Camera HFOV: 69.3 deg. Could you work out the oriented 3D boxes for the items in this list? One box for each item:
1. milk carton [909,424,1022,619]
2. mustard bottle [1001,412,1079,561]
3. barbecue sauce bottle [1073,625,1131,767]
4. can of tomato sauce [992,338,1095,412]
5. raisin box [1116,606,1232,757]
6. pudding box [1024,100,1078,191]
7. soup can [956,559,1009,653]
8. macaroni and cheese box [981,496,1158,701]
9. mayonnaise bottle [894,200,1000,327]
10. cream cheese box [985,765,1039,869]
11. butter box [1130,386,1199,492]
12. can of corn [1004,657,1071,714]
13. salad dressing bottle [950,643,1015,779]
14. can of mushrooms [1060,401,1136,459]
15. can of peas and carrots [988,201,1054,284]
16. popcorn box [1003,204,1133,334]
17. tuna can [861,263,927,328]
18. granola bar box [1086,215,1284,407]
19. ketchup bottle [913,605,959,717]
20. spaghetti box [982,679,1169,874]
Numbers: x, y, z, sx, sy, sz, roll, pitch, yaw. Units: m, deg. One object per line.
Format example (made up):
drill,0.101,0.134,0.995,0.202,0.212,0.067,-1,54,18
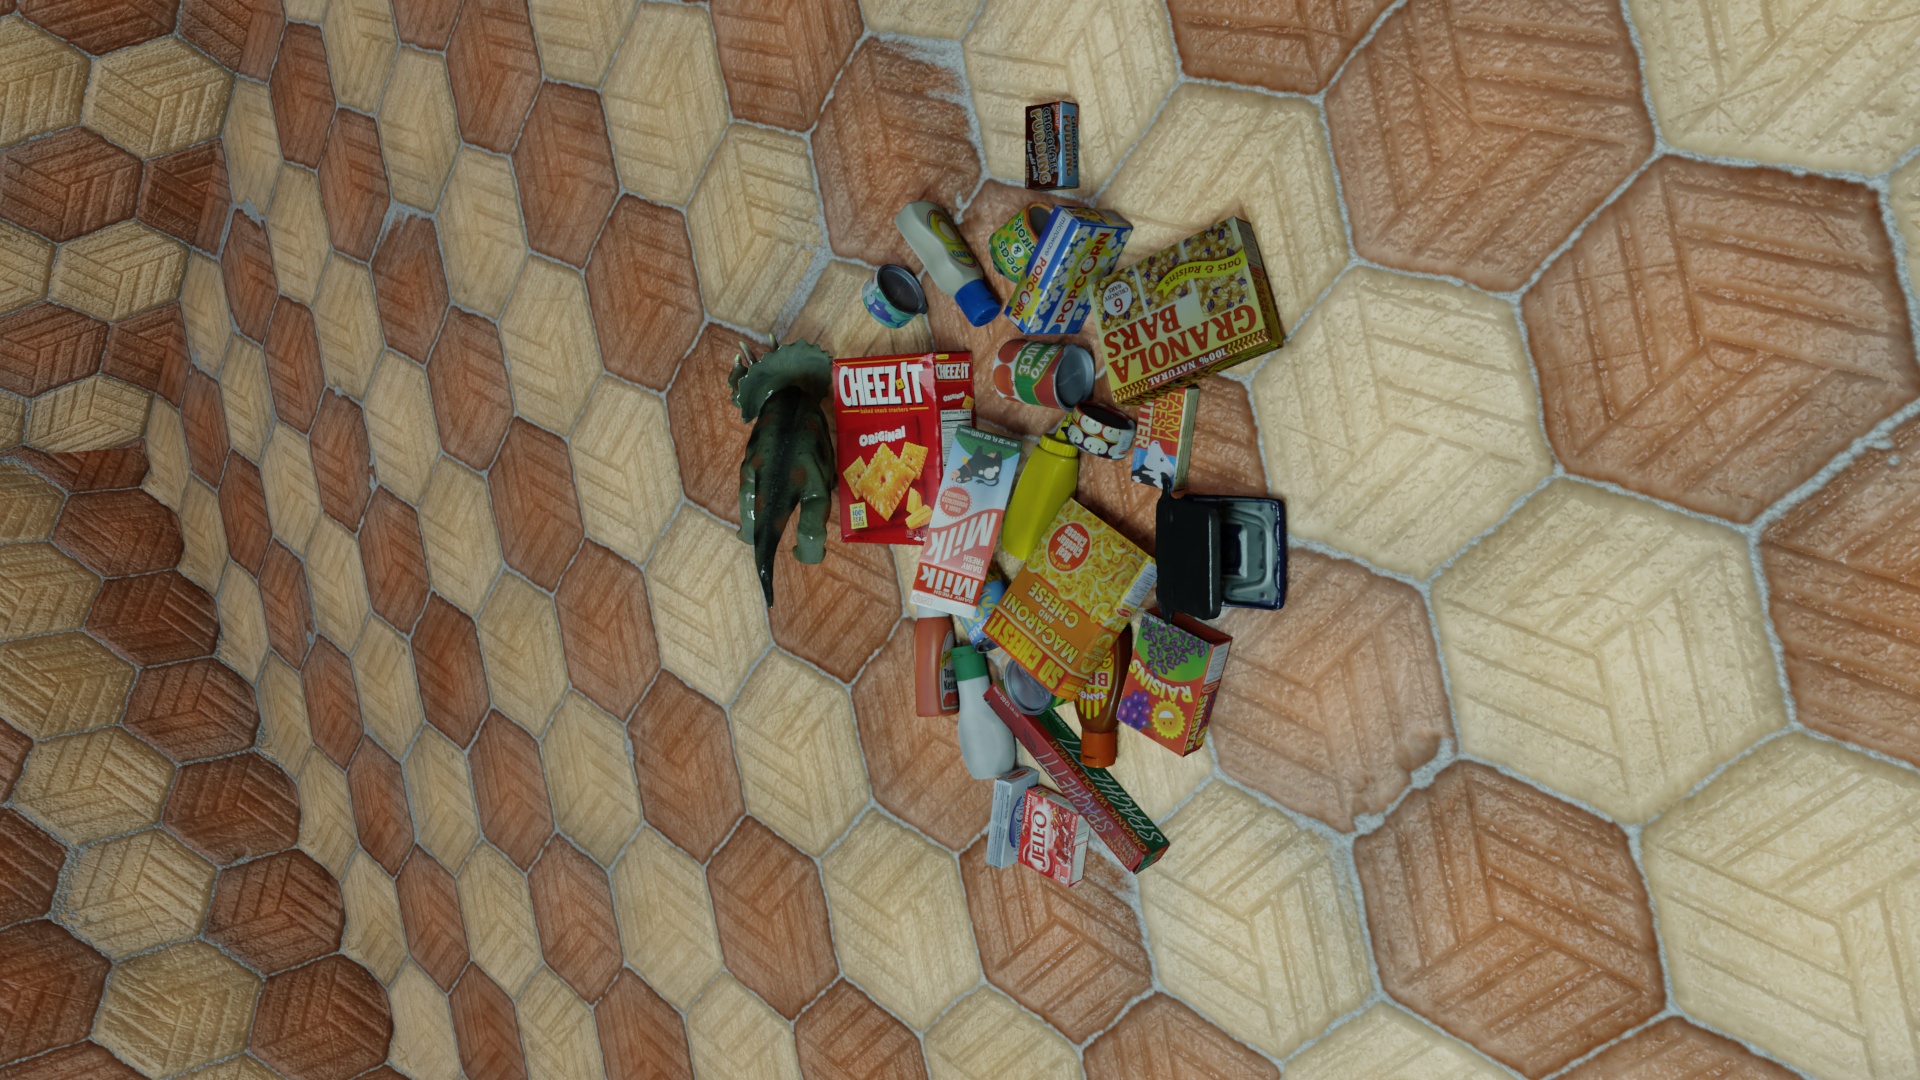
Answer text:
milk carton,0.005,-0.018,1.448,0.072,0.073,0.190,15,86,0
mustard bottle,0.090,-0.058,1.431,0.049,0.065,0.159,29,111,36
barbecue sauce bottle,0.143,0.157,1.427,0.065,0.044,0.148,7,102,37
can of tomato sauce,0.084,-0.171,1.412,0.083,0.071,0.071,15,107,41
raisin box,0.209,0.137,1.367,0.086,0.040,0.123,27,115,36
pudding box,0.092,-0.395,1.395,0.049,0.030,0.083,8,102,41
soup can,0.024,0.070,1.503,0.071,0.071,0.084,-46,67,37
macaroni and cheese box,0.112,0.058,1.395,0.124,0.040,0.166,40,100,40
mayonnaise bottle,-0.010,-0.296,1.485,0.041,0.065,0.148,-43,72,34
cream cheese box,0.057,0.304,1.523,0.024,0.053,0.103,17,108,38
butter box,0.198,-0.103,1.348,0.053,0.024,0.103,17,108,39
can of corn,0.091,0.143,1.463,0.071,0.058,0.071,8,102,42
salad dressing bottle,0.022,0.188,1.545,0.064,0.044,0.147,-15,86,39
can of mushrooms,0.137,-0.110,1.373,0.071,0.071,0.033,38,120,32
can of peas and carrots,0.070,-0.299,1.402,0.058,0.071,0.071,-34,74,40
popcorn box,0.106,-0.265,1.365,0.038,0.085,0.126,46,125,29
tuna can,-0.073,-0.269,1.544,0.032,0.071,0.071,-35,74,41
granola bar box,0.207,-0.210,1.295,0.165,0.039,0.124,-20,76,36
ketchup bottle,-0.029,0.124,1.570,0.043,0.065,0.149,-5,85,22
spaghetti box,0.120,0.241,1.458,0.251,0.050,0.028,48,124,26
